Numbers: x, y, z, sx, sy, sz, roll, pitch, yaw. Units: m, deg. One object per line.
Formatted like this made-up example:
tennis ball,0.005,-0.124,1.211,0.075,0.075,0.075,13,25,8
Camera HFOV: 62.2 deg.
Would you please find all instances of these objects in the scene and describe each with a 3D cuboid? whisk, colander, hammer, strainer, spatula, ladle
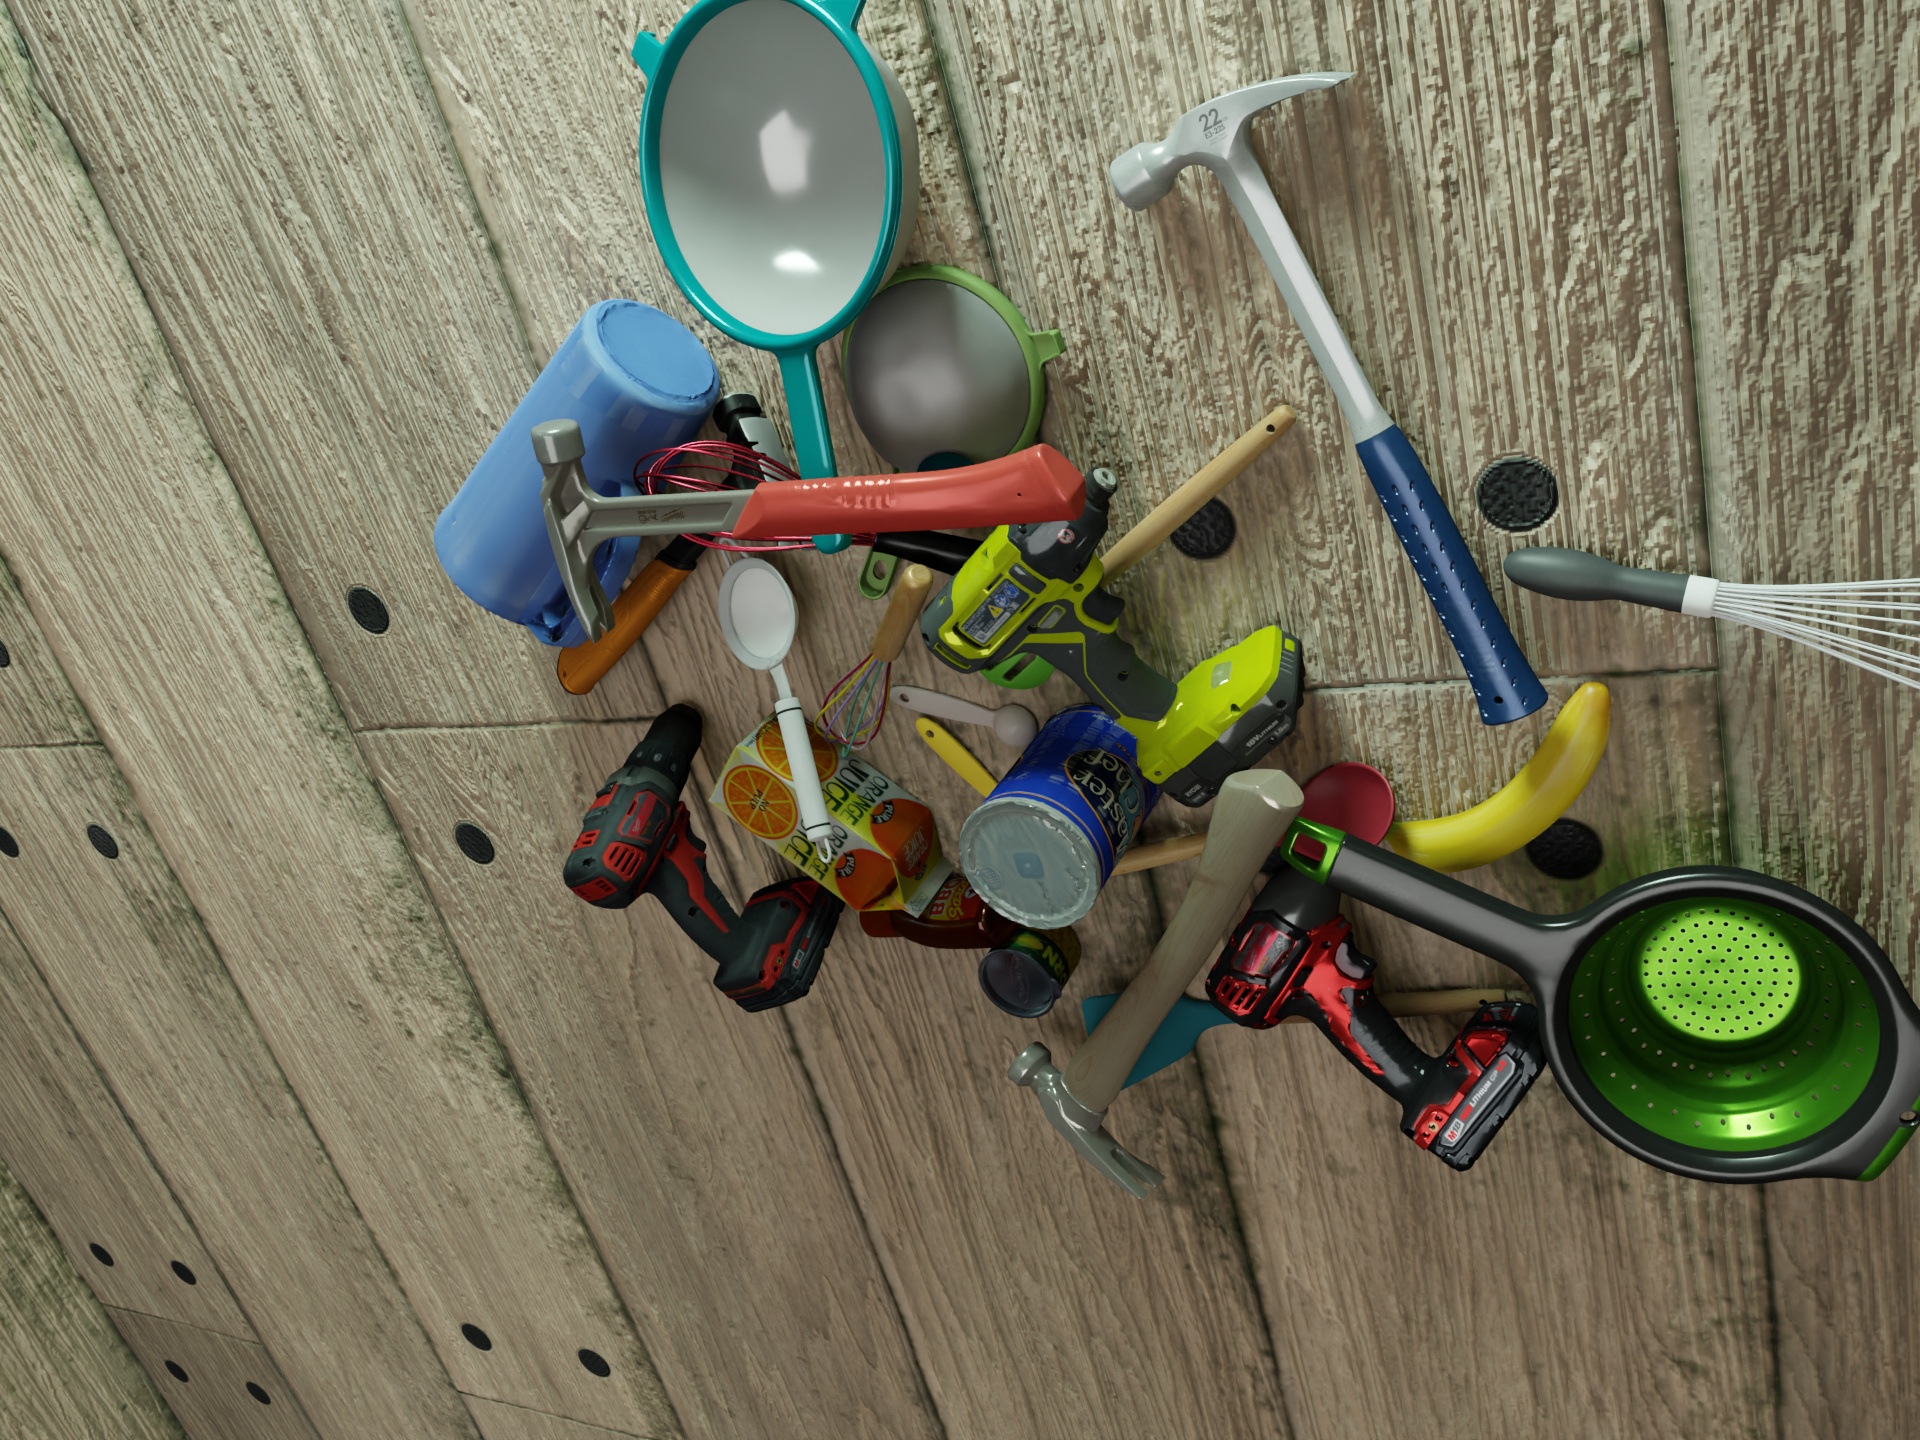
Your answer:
whisk,-0.062,-0.039,1.144,0.047,0.051,0.244,23,148,-4
colander,0.400,0.143,1.013,0.397,0.094,0.204,24,115,16
hammer,-0.227,-0.104,1.229,0.337,0.034,0.127,-38,69,42
strainer,-0.085,-0.280,1.003,0.211,0.095,0.340,4,111,38
hammer,0.242,-0.180,0.930,0.144,0.035,0.405,-23,102,36
spatula,0.245,0.224,1.188,0.317,0.044,0.082,-12,102,32
strainer,-0.040,-0.178,1.077,0.151,0.069,0.256,28,127,10
hammer,0.152,0.190,1.135,0.146,0.038,0.410,42,136,21
strainer,-0.131,-0.017,1.198,0.087,0.050,0.258,-24,77,43
whisk,0.450,-0.063,0.893,0.285,0.070,0.070,13,124,26
whisk,-0.075,-0.130,1.070,0.296,0.073,0.073,14,127,-3
ladle,0.164,0.091,1.139,0.315,0.069,0.031,-16,155,32
hammer,-0.098,-0.123,0.991,0.359,0.037,0.149,0,118,21

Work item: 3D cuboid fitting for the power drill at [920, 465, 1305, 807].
power drill,0.108,-0.054,1.032,0.223,0.080,0.171,34,129,-14

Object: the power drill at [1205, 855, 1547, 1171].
power drill,0.292,0.194,1.107,0.220,0.078,0.143,34,113,19

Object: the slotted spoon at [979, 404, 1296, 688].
slotted spoon,0.106,-0.111,1.069,0.070,0.031,0.313,48,128,-2

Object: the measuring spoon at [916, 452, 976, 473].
measuring spoon,0.027,-0.137,1.059,0.128,0.021,0.042,25,141,-27

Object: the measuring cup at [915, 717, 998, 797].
measuring cup,0.018,0.060,1.217,0.156,0.029,0.062,45,130,-6

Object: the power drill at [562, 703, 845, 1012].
power drill,-0.202,0.112,1.304,0.080,0.188,0.226,-22,125,41

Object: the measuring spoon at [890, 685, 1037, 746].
measuring spoon,-0.002,-0.004,1.198,0.124,0.018,0.034,15,125,21
